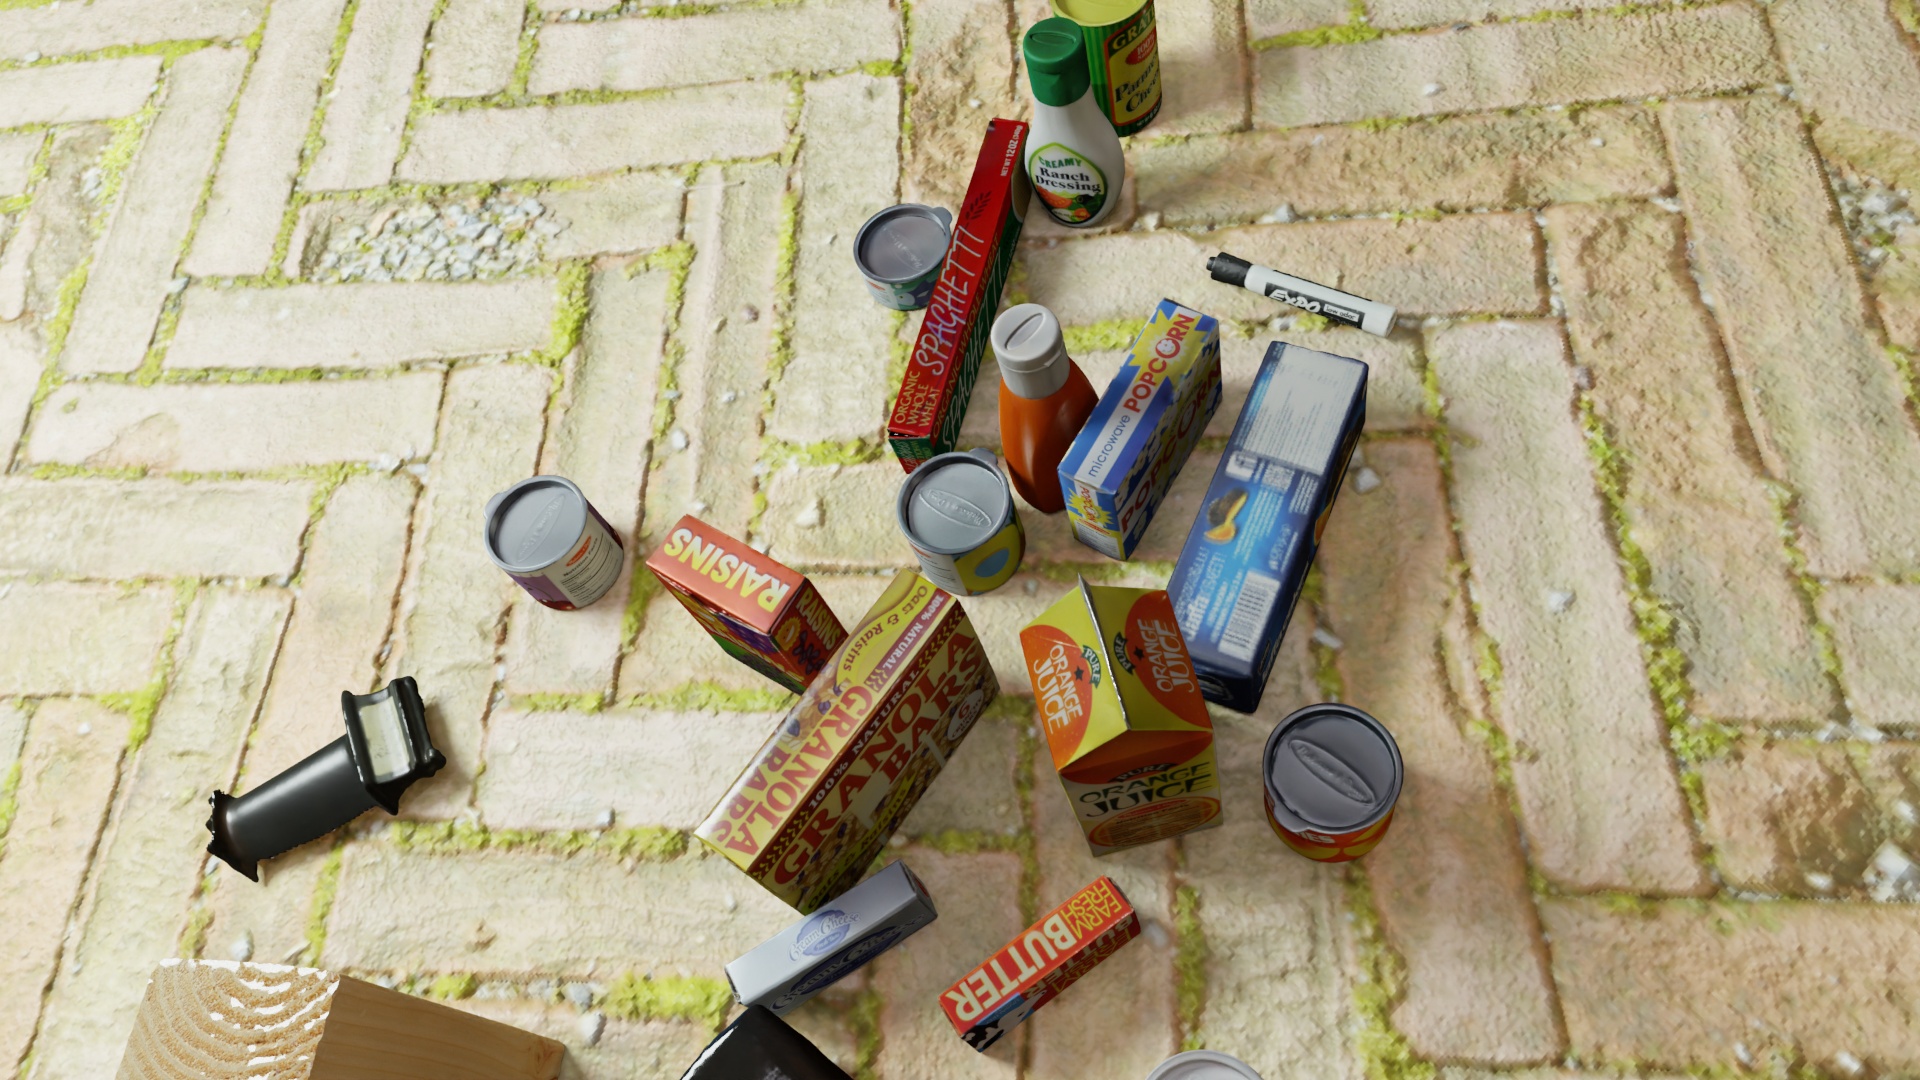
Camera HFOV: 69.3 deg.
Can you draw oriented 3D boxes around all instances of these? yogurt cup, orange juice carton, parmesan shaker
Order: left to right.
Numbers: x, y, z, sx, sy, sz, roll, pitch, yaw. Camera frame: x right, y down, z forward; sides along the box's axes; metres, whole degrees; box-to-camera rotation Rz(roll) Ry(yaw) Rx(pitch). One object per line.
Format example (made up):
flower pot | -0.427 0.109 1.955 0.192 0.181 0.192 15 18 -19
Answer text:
parmesan shaker | 0.100 -0.330 0.925 0.071 0.102 0.071 -5 62 10
orange juice carton | 0.078 0.086 0.660 0.073 0.192 0.072 -16 61 4
yogurt cup | 0.113 0.271 0.634 0.072 0.053 0.073 -5 62 10

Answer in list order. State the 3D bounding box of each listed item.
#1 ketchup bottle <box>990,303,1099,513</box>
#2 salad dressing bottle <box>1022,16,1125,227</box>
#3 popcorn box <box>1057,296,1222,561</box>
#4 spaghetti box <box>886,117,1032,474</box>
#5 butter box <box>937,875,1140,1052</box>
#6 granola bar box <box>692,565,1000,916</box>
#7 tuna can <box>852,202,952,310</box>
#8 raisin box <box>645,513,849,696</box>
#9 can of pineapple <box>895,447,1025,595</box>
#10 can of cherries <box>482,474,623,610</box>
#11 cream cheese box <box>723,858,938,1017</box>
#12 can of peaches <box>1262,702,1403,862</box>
ketchup bottle | 0.048 -0.074 0.776 0.043 0.148 0.065 38 77 27
salad dressing bottle | 0.067 -0.259 0.870 0.064 0.147 0.044 14 67 19
popcorn box | 0.105 -0.062 0.793 0.038 0.085 0.127 24 70 23
spaghetti box | 0.005 -0.158 0.886 0.029 0.050 0.251 9 65 17
butter box | 0.040 0.208 0.684 0.103 0.053 0.024 -35 61 -7
granola bar box | -0.050 0.110 0.715 0.039 0.123 0.166 31 73 25
tuna can | -0.033 -0.189 0.921 0.071 0.032 0.071 -5 62 10
raisin box | -0.109 0.043 0.763 0.086 0.123 0.040 27 72 24
can of pineapple | 0.003 -0.010 0.804 0.071 0.057 0.071 -5 62 10
can of cherries | -0.251 0.001 0.854 0.071 0.058 0.072 -5 62 10
cream cheese box | -0.064 0.205 0.708 0.104 0.053 0.024 -31 61 -4
can of peaches | 0.183 0.124 0.694 0.071 0.058 0.071 -5 62 10
